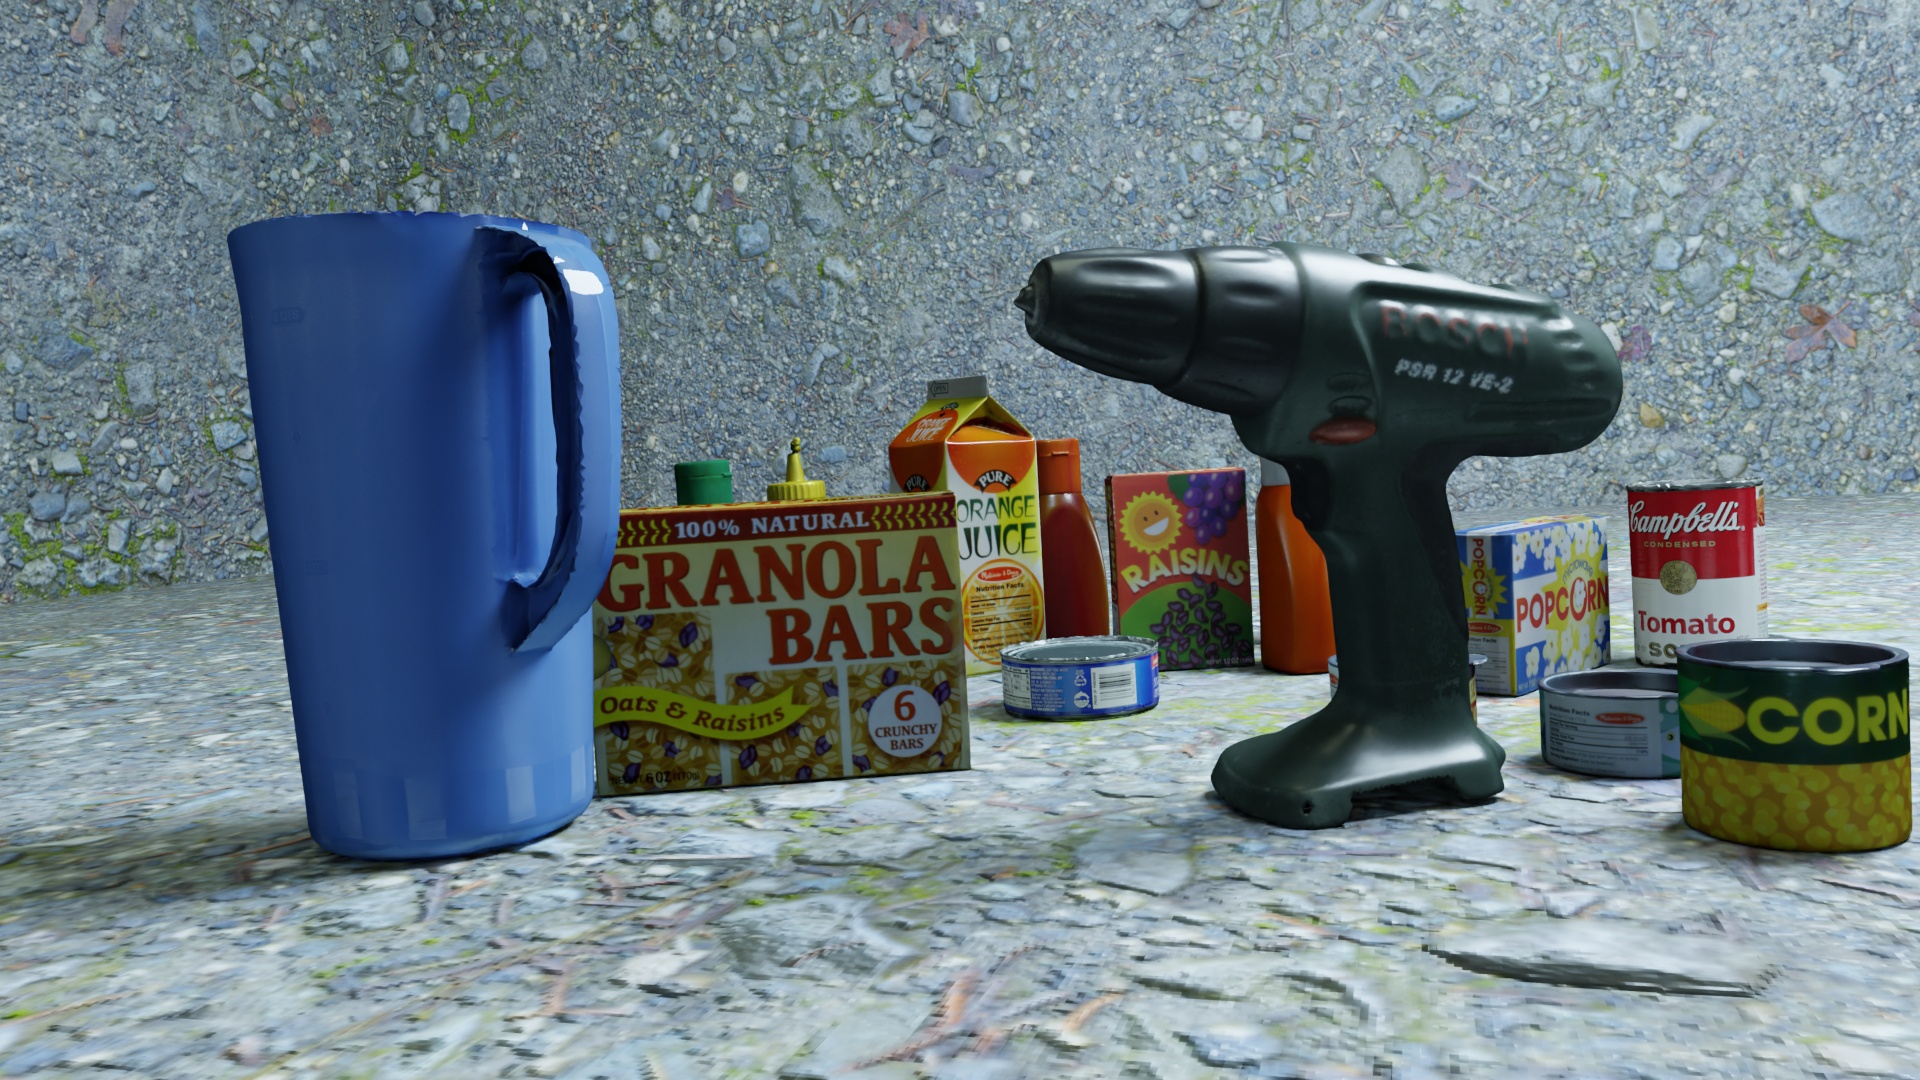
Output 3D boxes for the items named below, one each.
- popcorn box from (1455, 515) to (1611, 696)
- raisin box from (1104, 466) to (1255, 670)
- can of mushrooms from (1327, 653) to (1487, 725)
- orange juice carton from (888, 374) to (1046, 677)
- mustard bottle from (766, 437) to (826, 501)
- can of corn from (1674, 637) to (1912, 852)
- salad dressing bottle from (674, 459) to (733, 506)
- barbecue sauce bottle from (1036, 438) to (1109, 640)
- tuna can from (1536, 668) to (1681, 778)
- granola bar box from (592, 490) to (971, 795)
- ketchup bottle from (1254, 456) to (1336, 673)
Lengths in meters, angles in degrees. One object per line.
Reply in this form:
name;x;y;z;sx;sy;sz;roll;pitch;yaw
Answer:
popcorn box;0.310;0.033;0.755;0.127;0.085;0.038;-6;4;-44
raisin box;0.137;0.018;0.870;0.086;0.123;0.040;-3;2;1
can of mushrooms;0.209;0.070;0.647;0.071;0.033;0.071;-3;3;0
orange juice carton;0.003;-0.011;0.914;0.073;0.192;0.071;-5;3;-33
mustard bottle;-0.108;0.010;0.945;0.049;0.160;0.065;-2;3;22
can of corn;0.271;0.065;0.451;0.071;0.058;0.071;-3;3;0
salad dressing bottle;-0.167;0.021;0.925;0.044;0.147;0.064;-3;3;19
barbecue sauce bottle;0.068;0.004;0.962;0.065;0.148;0.043;-4;3;-12
tuna can;0.269;0.072;0.557;0.071;0.033;0.071;-3;3;0
granola bar box;-0.081;0.044;0.620;0.166;0.124;0.039;-4;2;-4
ketchup bottle;0.201;0.003;0.835;0.043;0.148;0.065;-4;3;-5
